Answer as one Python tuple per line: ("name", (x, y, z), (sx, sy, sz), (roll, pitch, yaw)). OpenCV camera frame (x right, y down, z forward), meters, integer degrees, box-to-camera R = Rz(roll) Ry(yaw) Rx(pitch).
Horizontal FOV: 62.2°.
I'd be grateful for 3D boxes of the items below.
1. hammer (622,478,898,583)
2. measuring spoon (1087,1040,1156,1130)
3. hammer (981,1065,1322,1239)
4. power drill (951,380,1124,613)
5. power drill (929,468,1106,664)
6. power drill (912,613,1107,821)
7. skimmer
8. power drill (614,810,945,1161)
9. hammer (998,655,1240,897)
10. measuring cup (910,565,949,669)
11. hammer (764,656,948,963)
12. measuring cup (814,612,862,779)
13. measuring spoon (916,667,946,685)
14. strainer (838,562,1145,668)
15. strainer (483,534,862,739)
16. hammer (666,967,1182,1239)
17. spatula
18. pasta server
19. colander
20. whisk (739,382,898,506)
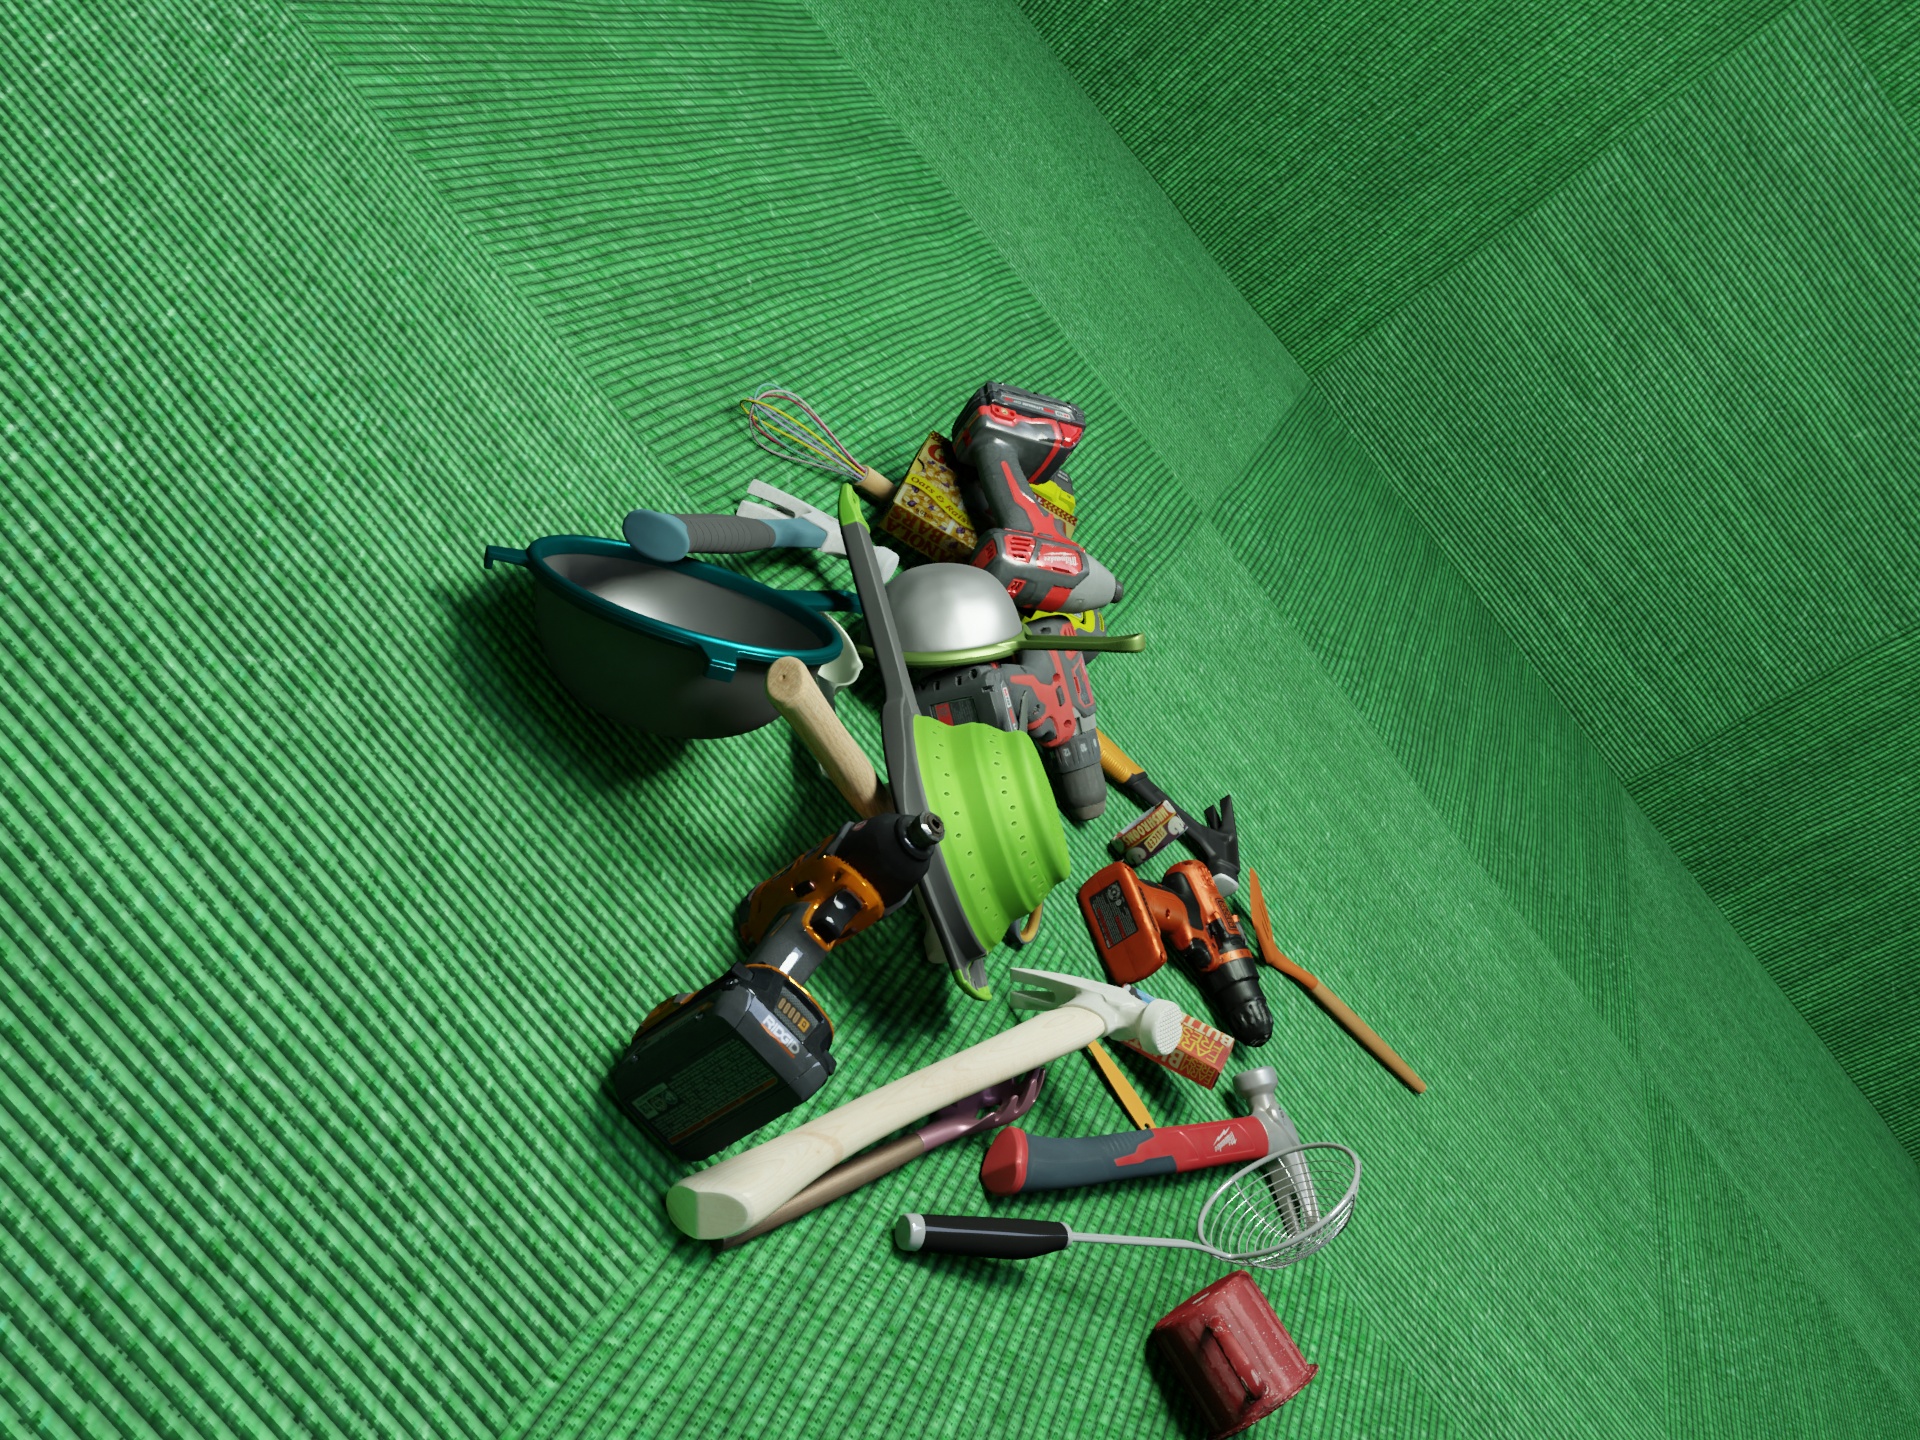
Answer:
("hammer", (-0.155, -0.139, 1.191), (0.128, 0.033, 0.331), (31, 14, 11))
("measuring spoon", (0.122, 0.288, 1.257), (0.117, 0.011, 0.021), (56, 34, -3))
("hammer", (0.155, 0.343, 1.209), (0.386, 0.038, 0.143), (11, 57, -49))
("power drill", (0.070, -0.192, 1.433), (0.143, 0.078, 0.220), (10, 53, -26))
("power drill", (0.047, -0.171, 1.566), (0.190, 0.080, 0.229), (23, 43, -29))
("power drill", (0.057, 0.016, 1.363), (0.226, 0.080, 0.188), (-26, 102, -60))
("skimmer", (0.119, 0.323, 1.083), (0.363, 0.127, 0.090), (13, 75, -30))
("power drill", (-0.095, 0.140, 0.946), (0.084, 0.164, 0.227), (48, 32, -10))
("hammer", (0.152, 0.038, 1.538), (0.336, 0.034, 0.127), (39, 33, -24))
("measuring cup", (-0.022, -0.079, 1.429), (0.062, 0.029, 0.157), (19, 34, -43))
("hammer", (-0.062, 0.050, 1.074), (0.331, 0.031, 0.130), (61, 12, -58))
("measuring cup", (-0.114, -0.015, 1.211), (0.083, 0.038, 0.168), (29, 39, -36))
("measuring spoon", (-0.025, -0.031, 1.338), (0.034, 0.018, 0.124), (29, 52, -14))
("strainer", (0.028, -0.089, 1.280), (0.151, 0.256, 0.069), (-28, 117, -56))
("strainer", (-0.164, -0.048, 1.099), (0.211, 0.095, 0.340), (25, 14, 20))
("hammer", (-0.027, 0.236, 1.025), (0.410, 0.146, 0.038), (-12, 105, -49))
("spatula", (0.376, 0.276, 1.599), (0.322, 0.041, 0.081), (43, 30, -19))
("pasta server", (-0.045, 0.269, 1.007), (0.316, 0.060, 0.040), (-7, 102, -55))
("colander", (-0.002, -0.004, 1.143), (0.204, 0.094, 0.397), (54, 19, -71))
("whisk", (-0.108, -0.236, 1.454), (0.244, 0.047, 0.051), (29, 49, -43))
